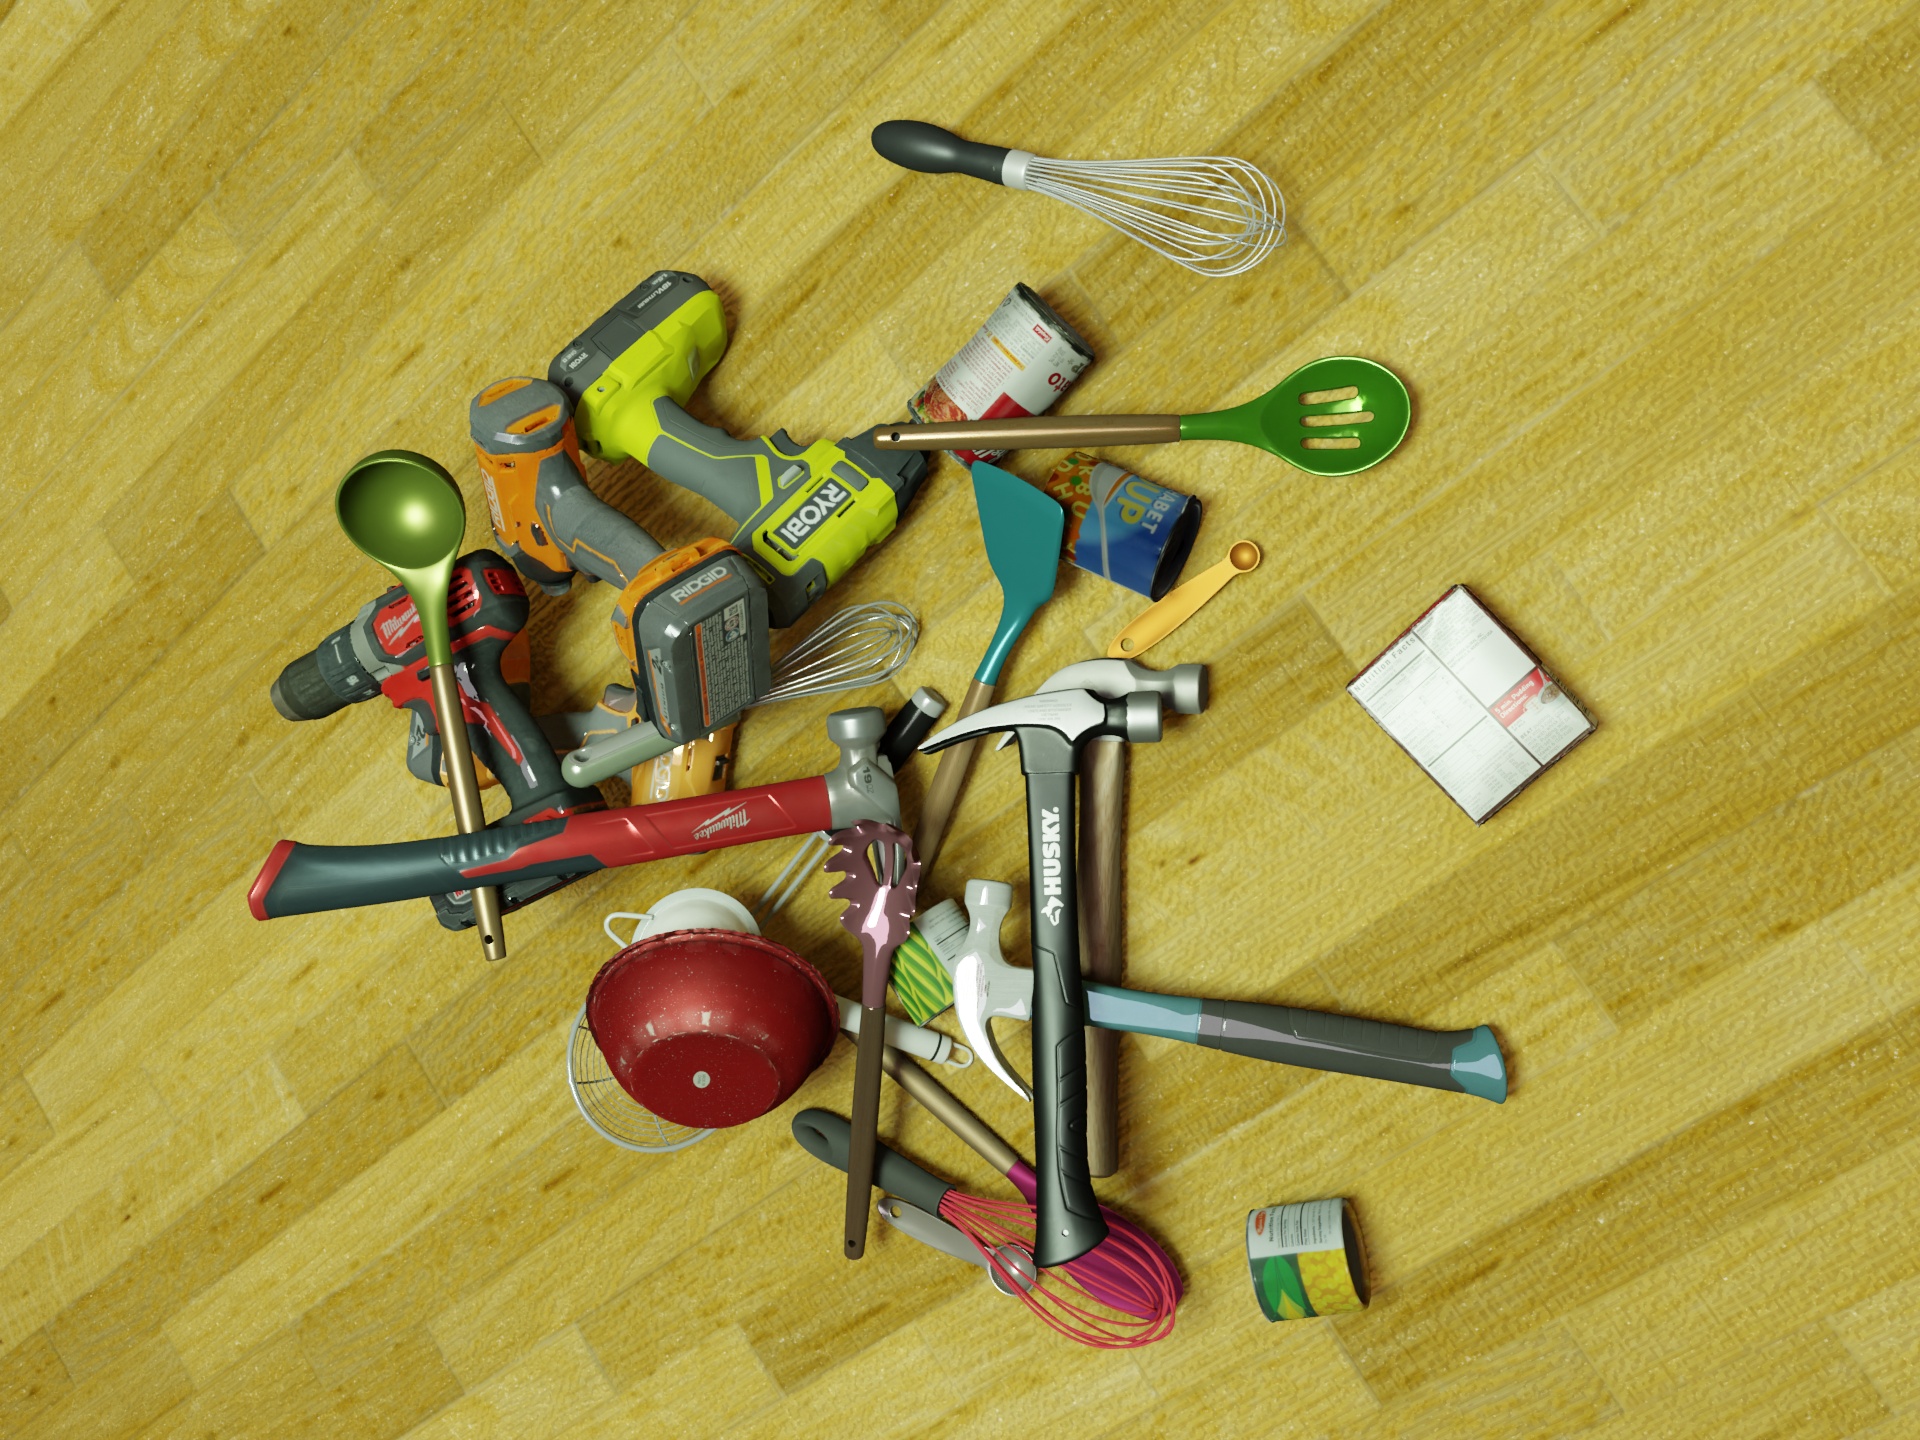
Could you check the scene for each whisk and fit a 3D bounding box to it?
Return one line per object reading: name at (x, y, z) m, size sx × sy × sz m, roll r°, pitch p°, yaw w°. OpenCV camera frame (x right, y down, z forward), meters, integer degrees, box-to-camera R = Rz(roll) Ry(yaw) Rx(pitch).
whisk at (0.065, -0.328, 0.966) m, size 0.285 × 0.070 × 0.070 m, roll 22°, pitch 102°, yaw 23°
whisk at (-0.139, -0.015, 1.020) m, size 0.246 × 0.059 × 0.058 m, roll -24°, pitch 41°, yaw -11°
whisk at (0.006, 0.321, 1.029) m, size 0.296 × 0.073 × 0.073 m, roll 20°, pitch 101°, yaw 29°

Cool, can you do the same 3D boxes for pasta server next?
pasta server at (-0.060, 0.206, 1.004) m, size 0.060 × 0.040 × 0.316 m, roll 10°, pitch 107°, yaw 16°

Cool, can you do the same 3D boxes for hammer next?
hammer at (0.084, 0.125, 1.007) m, size 0.130 × 0.031 × 0.331 m, roll 3°, pitch 96°, yaw 20°
hammer at (0.051, 0.149, 0.939) m, size 0.146 × 0.035 × 0.335 m, roll -2°, pitch 82°, yaw 8°
hammer at (0.157, 0.181, 0.953) m, size 0.331 × 0.033 × 0.128 m, roll 7°, pitch 85°, yaw 10°
hammer at (-0.226, 0.089, 0.974) m, size 0.386 × 0.038 × 0.143 m, roll -9°, pitch 97°, yaw -13°

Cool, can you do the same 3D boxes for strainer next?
strainer at (-0.108, 0.177, 1.033) m, size 0.258 × 0.050 × 0.087 m, roll 23°, pitch 83°, yaw -11°

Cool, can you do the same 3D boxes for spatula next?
spatula at (-0.002, -0.003, 1.009) m, size 0.082 × 0.044 × 0.317 m, roll 35°, pitch 114°, yaw 38°

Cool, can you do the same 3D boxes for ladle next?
ladle at (-0.320, -0.008, 0.980) m, size 0.078 × 0.062 × 0.320 m, roll -11°, pitch 90°, yaw 5°

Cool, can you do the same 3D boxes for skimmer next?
skimmer at (-0.127, 0.130, 1.056) m, size 0.127 × 0.090 × 0.363 m, roll 36°, pitch 105°, yaw -8°

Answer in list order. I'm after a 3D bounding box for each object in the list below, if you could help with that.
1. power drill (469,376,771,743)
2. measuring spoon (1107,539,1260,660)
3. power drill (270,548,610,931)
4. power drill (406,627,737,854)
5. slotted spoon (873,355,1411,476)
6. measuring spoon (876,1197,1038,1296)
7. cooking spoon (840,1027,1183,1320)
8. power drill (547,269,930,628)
power drill at (-0.214, -0.091, 0.985) m, size 0.227 × 0.084 × 0.164 m, roll 42°, pitch 150°, yaw 24°
measuring spoon at (0.137, -0.073, 0.985) m, size 0.117 × 0.011 × 0.021 m, roll -38°, pitch 84°, yaw 23°
power drill at (-0.341, 0.021, 1.049) m, size 0.188 × 0.080 × 0.227 m, roll -26°, pitch 87°, yaw 12°
power drill at (-0.260, -0.018, 1.104) m, size 0.226 × 0.084 × 0.185 m, roll 12°, pitch 98°, yaw 15°
slotted spoon at (0.104, -0.174, 0.942) m, size 0.314 × 0.031 × 0.070 m, roll -1°, pitch 93°, yaw 6°
measuring spoon at (-0.001, 0.348, 1.070) m, size 0.124 × 0.018 × 0.034 m, roll 18°, pitch 97°, yaw 25°
cooking spoon at (0.015, 0.278, 1.052) m, size 0.319 × 0.017 × 0.068 m, roll 38°, pitch 120°, yaw 14°
power drill at (-0.138, -0.183, 1.024) m, size 0.223 × 0.080 × 0.171 m, roll 38°, pitch 71°, yaw 14°
